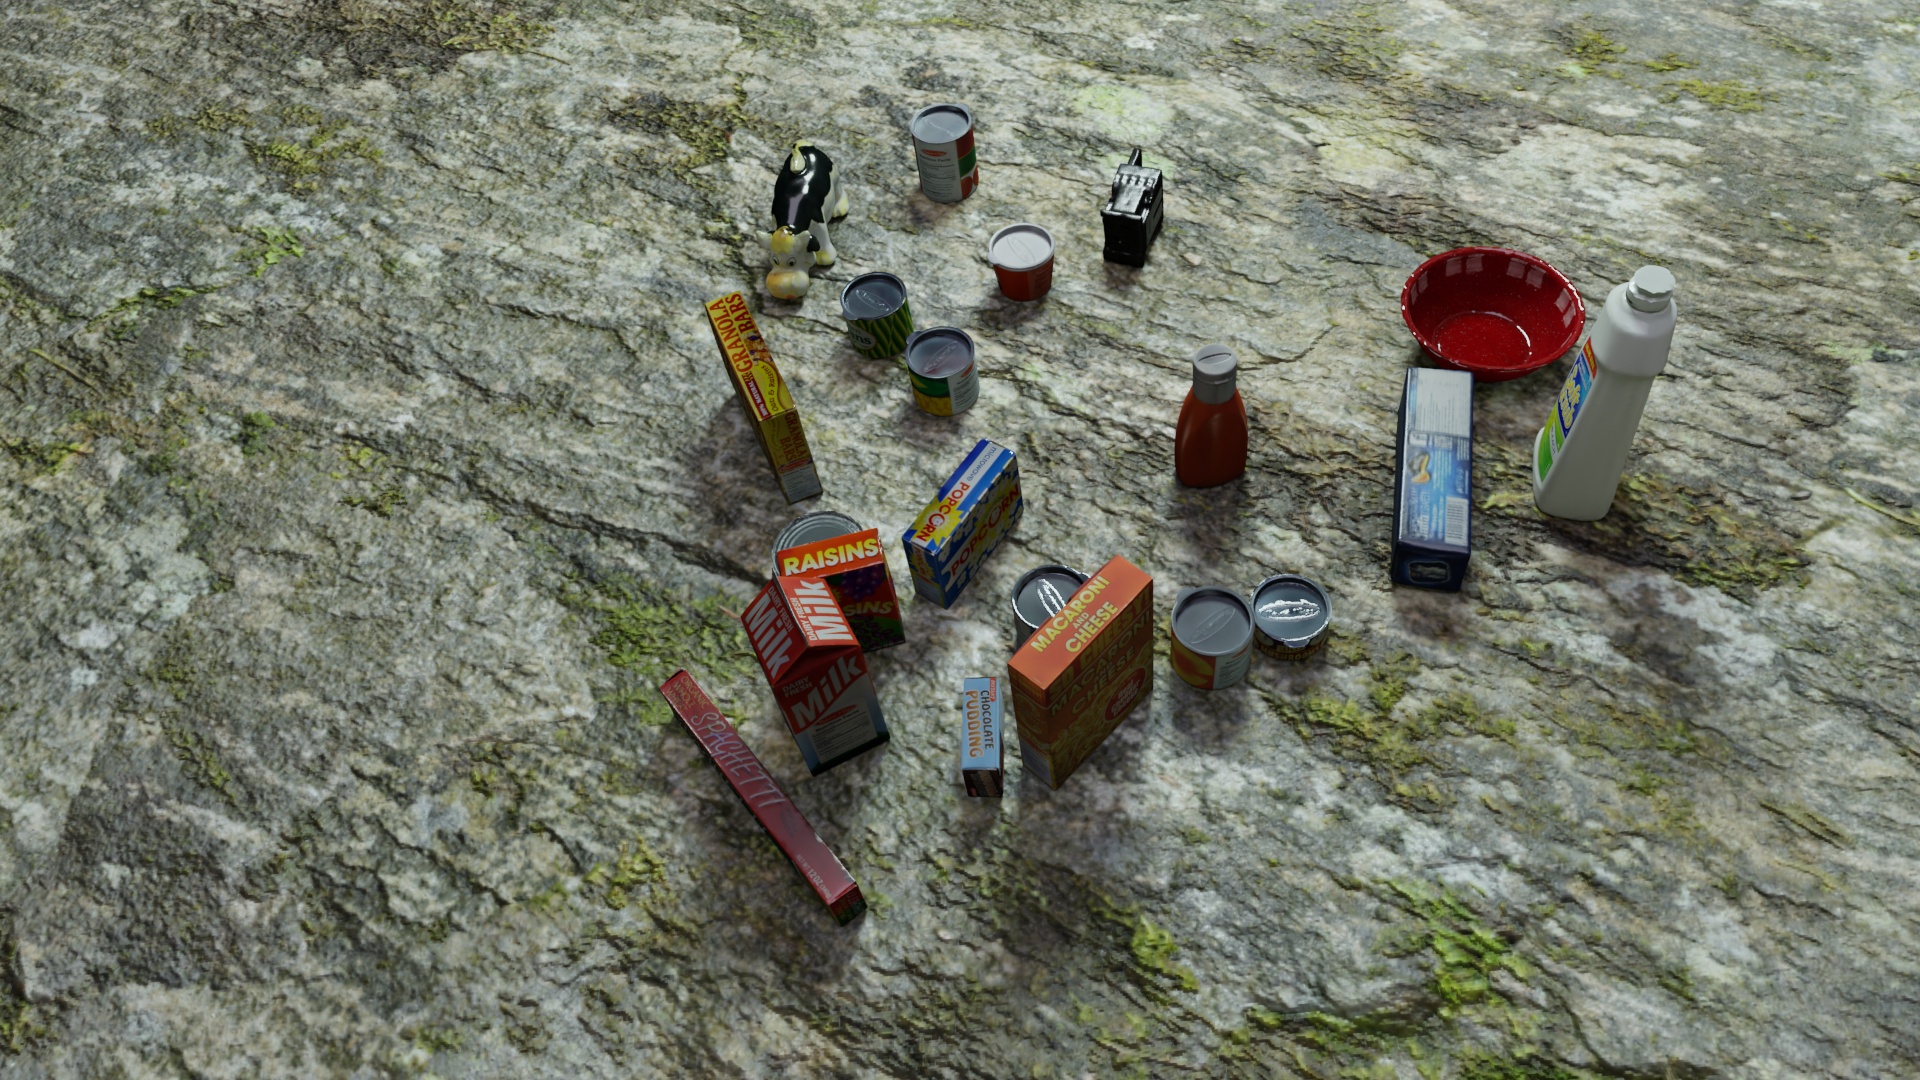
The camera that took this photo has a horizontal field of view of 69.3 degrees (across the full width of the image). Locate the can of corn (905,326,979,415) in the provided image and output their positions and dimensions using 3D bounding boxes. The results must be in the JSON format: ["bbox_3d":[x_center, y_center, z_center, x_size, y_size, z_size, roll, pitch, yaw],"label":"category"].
[{"bbox_3d":[-0.018,-0.163,1.331,0.071,0.058,0.071,-4,54,5],"label":"can of corn"}]

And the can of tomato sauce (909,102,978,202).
[{"bbox_3d":[-0.015,-0.419,1.500,0.071,0.082,0.071,-4,54,5],"label":"can of tomato sauce"}]

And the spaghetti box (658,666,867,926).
[{"bbox_3d":[-0.159,0.198,1.095,0.029,0.050,0.251,-36,58,-17],"label":"spaghetti box"}]

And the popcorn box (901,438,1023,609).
[{"bbox_3d":[0.004,-0.015,1.205,0.038,0.084,0.127,26,62,24],"label":"popcorn box"}]

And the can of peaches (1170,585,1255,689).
[{"bbox_3d":[0.202,0.078,1.129,0.071,0.057,0.071,-4,54,5],"label":"can of peaches"}]

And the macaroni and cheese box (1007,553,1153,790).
[{"bbox_3d":[0.094,0.103,1.058,0.040,0.165,0.124,35,66,28],"label":"macaroni and cheese box"}]

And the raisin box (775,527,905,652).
[{"bbox_3d":[-0.097,0.047,1.150,0.086,0.122,0.040,-13,54,-2],"label":"raisin box"}]

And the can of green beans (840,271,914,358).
[{"bbox_3d":[-0.082,-0.224,1.384,0.071,0.057,0.071,-4,54,5],"label":"can of green beans"}]

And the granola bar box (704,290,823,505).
[{"bbox_3d":[-0.183,-0.132,1.290,0.039,0.123,0.166,-23,55,-8],"label":"granola bar box"}]

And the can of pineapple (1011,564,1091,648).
[{"bbox_3d":[0.079,0.062,1.156,0.071,0.057,0.071,-4,54,5],"label":"can of pineapple"}]

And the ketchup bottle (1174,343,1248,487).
[{"bbox_3d":[0.219,-0.107,1.204,0.065,0.148,0.044,-13,54,-2],"label":"ketchup bottle"}]

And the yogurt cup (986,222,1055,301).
[{"bbox_3d":[0.064,-0.280,1.407,0.072,0.053,0.073,-4,54,5],"label":"yogurt cup"}]

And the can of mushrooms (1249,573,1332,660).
[{"bbox_3d":[0.271,0.065,1.144,0.071,0.033,0.071,-4,54,5],"label":"can of mushrooms"}]

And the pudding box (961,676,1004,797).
[{"bbox_3d":[0.018,0.156,1.102,0.030,0.049,0.084,-3,54,6],"label":"pudding box"}]

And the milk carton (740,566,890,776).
[{"bbox_3d":[-0.114,0.098,1.075,0.073,0.189,0.072,-25,55,-10],"label":"milk carton"}]
